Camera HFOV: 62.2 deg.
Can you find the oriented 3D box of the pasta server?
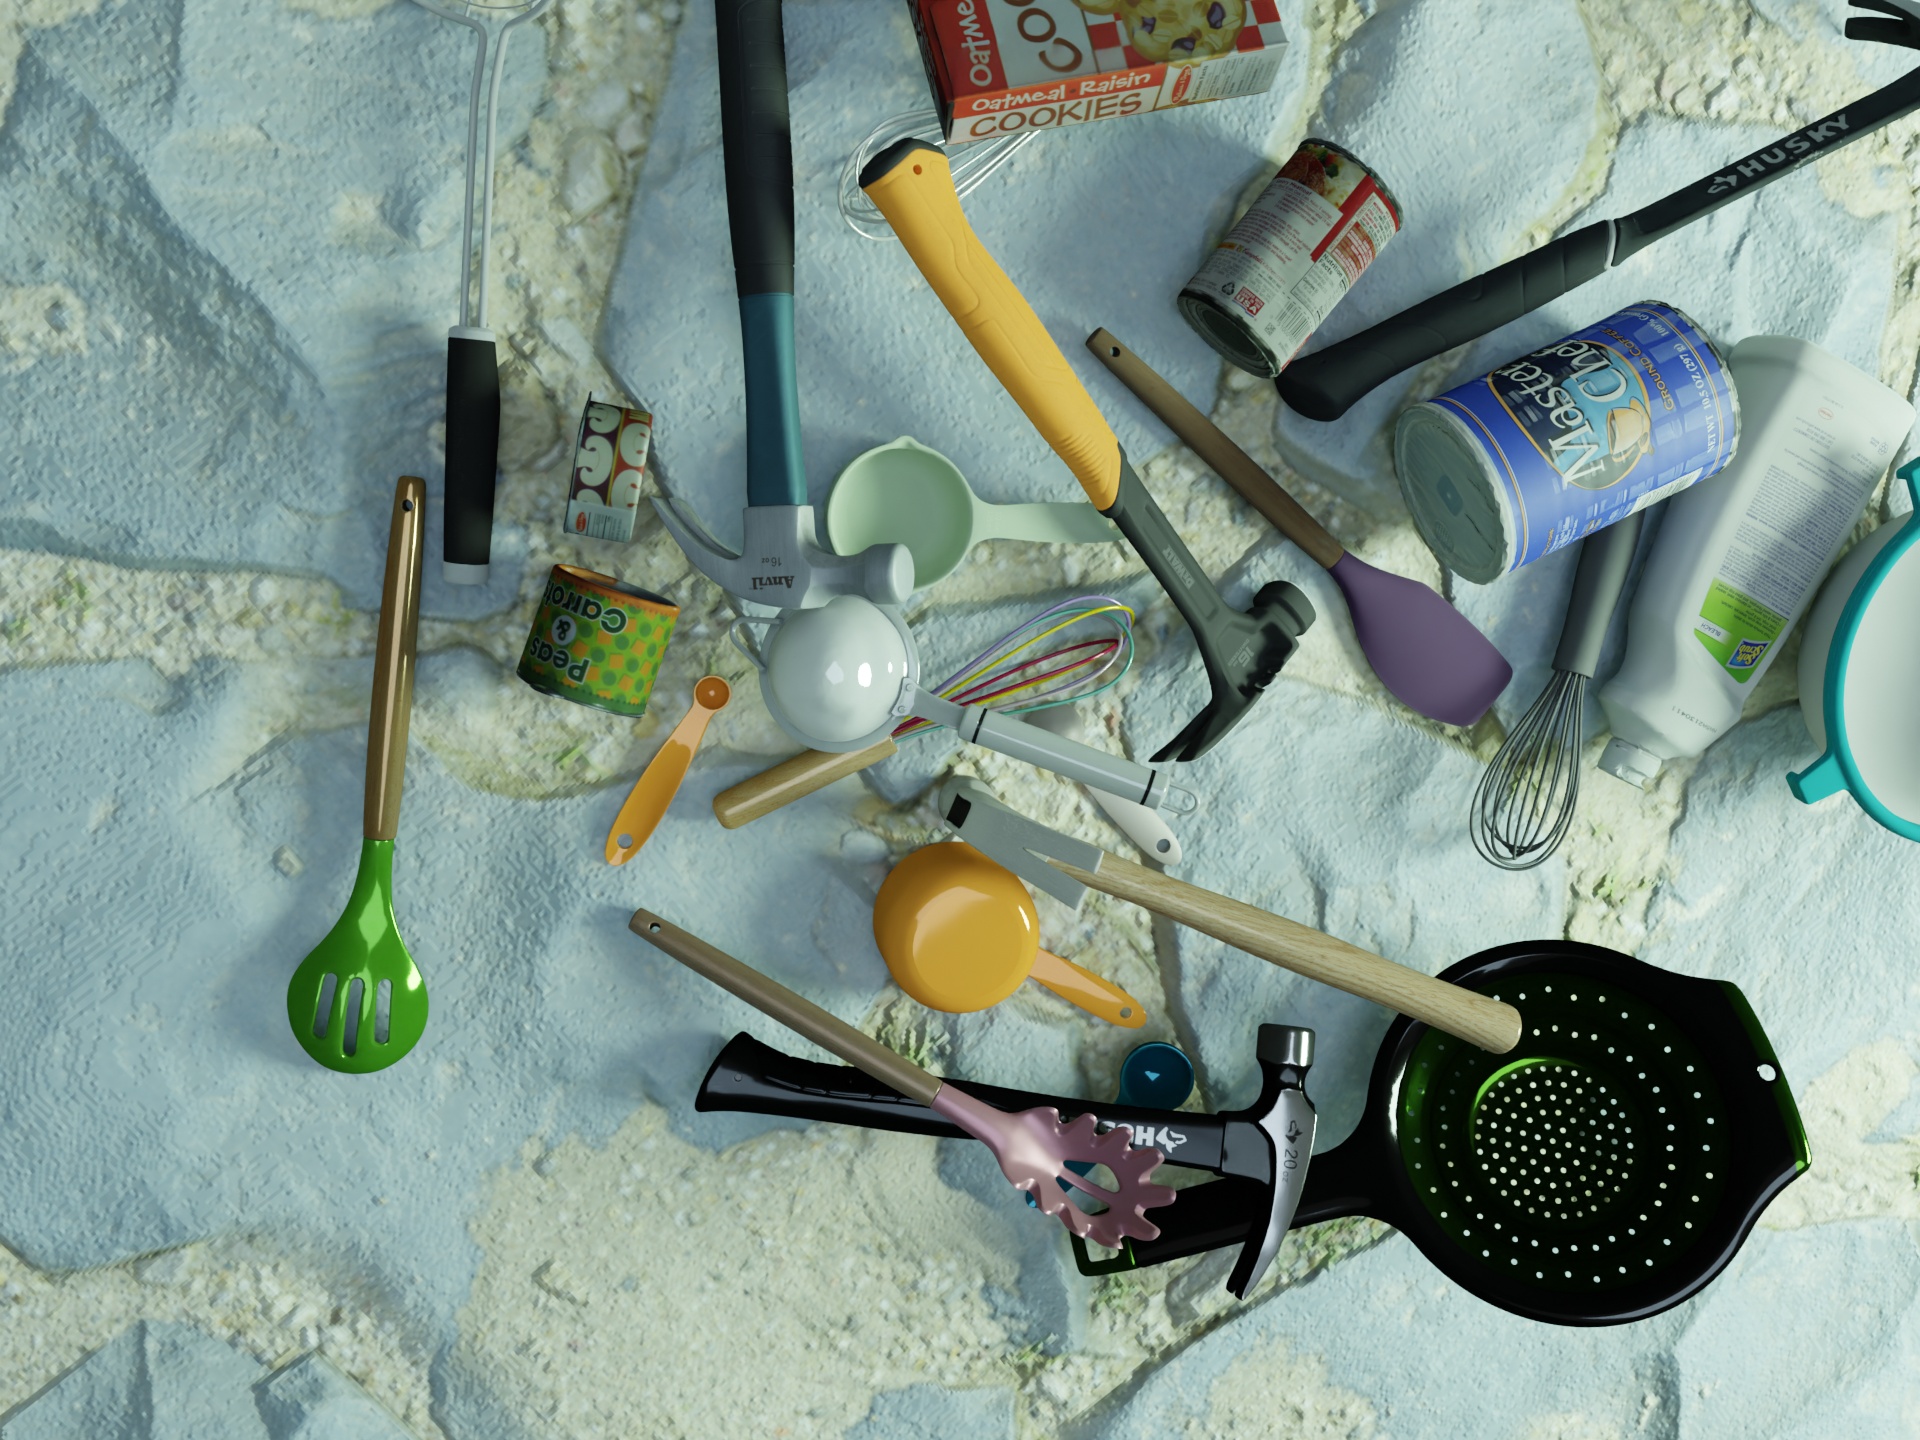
[{"bbox_3d":[-0.035,0.180,0.830,0.316,0.040,0.060,30,66,3],"label":"pasta server"}]

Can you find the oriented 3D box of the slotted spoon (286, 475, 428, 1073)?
[{"bbox_3d":[-0.293,0.034,0.803,0.070,0.031,0.313,7,97,-11],"label":"slotted spoon"}]

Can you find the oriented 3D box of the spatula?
[{"bbox_3d":[0.185,-0.103,0.870,0.315,0.018,0.060,40,92,-15],"label":"spatula"}]

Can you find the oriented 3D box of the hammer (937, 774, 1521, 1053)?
[{"bbox_3d":[0.148,0.108,0.834,0.331,0.130,0.031,22,93,-10],"label":"hammer"}]

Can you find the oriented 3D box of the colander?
[{"bbox_3d":[0.260,0.258,0.913,0.397,0.094,0.205,-18,66,11],"label":"colander"}]

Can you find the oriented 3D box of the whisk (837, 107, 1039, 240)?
[{"bbox_3d":[0.047,-0.309,0.797,0.246,0.058,0.059,-29,138,-7],"label":"whisk"}]

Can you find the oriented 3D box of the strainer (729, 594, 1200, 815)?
[{"bbox_3d":[-0.001,-0.003,0.800,0.258,0.050,0.087,20,98,3],"label":"strainer"}]

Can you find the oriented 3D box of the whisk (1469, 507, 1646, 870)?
[{"bbox_3d":[0.343,-0.029,0.901,0.055,0.055,0.239,17,92,-13],"label":"whisk"}]

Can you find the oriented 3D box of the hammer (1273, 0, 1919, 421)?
[{"bbox_3d":[0.356,-0.263,0.836,0.409,0.149,0.036,-26,140,3],"label":"hammer"}]

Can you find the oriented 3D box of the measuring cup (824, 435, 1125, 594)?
[{"bbox_3d":[0.010,-0.105,0.830,0.167,0.038,0.083,-1,100,-15],"label":"measuring cup"}]

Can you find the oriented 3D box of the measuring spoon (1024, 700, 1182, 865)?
[{"bbox_3d":[0.083,0.038,0.876,0.034,0.018,0.124,-45,105,0],"label":"measuring spoon"}]

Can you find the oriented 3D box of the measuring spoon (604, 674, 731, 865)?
[{"bbox_3d":[-0.155,0.026,0.836,0.021,0.011,0.117,30,97,-15],"label":"measuring spoon"}]

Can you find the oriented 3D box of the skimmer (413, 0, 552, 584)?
[{"bbox_3d":[-0.242,-0.241,0.730,0.127,0.090,0.363,10,103,21],"label":"skimmer"}]

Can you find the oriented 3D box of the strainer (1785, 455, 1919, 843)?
[{"bbox_3d":[0.621,-0.028,0.927,0.340,0.095,0.211,11,102,-16],"label":"strainer"}]

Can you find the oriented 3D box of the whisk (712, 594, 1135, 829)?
[{"bbox_3d":[-0.017,0.000,0.842,0.245,0.047,0.051,-26,92,-1],"label":"whisk"}]

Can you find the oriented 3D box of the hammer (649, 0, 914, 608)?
[{"bbox_3d":[-0.094,-0.219,0.772,0.128,0.033,0.331,-1,95,18],"label":"hammer"}]

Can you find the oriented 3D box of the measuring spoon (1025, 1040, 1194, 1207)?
[{"bbox_3d":[0.083,0.232,0.916,0.042,0.021,0.128,42,100,-5],"label":"measuring spoon"}]

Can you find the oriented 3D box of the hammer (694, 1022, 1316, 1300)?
[{"bbox_3d":[0.024,0.220,0.863,0.334,0.035,0.146,8,79,-3],"label":"hammer"}]

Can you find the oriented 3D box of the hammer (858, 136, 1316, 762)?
[{"bbox_3d":[0.056,-0.134,0.790,0.127,0.034,0.336,-49,113,-25],"label":"hammer"}]

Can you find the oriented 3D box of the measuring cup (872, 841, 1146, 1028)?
[{"bbox_3d":[0.035,0.134,0.866,0.173,0.052,0.095,30,94,-12],"label":"measuring cup"}]
